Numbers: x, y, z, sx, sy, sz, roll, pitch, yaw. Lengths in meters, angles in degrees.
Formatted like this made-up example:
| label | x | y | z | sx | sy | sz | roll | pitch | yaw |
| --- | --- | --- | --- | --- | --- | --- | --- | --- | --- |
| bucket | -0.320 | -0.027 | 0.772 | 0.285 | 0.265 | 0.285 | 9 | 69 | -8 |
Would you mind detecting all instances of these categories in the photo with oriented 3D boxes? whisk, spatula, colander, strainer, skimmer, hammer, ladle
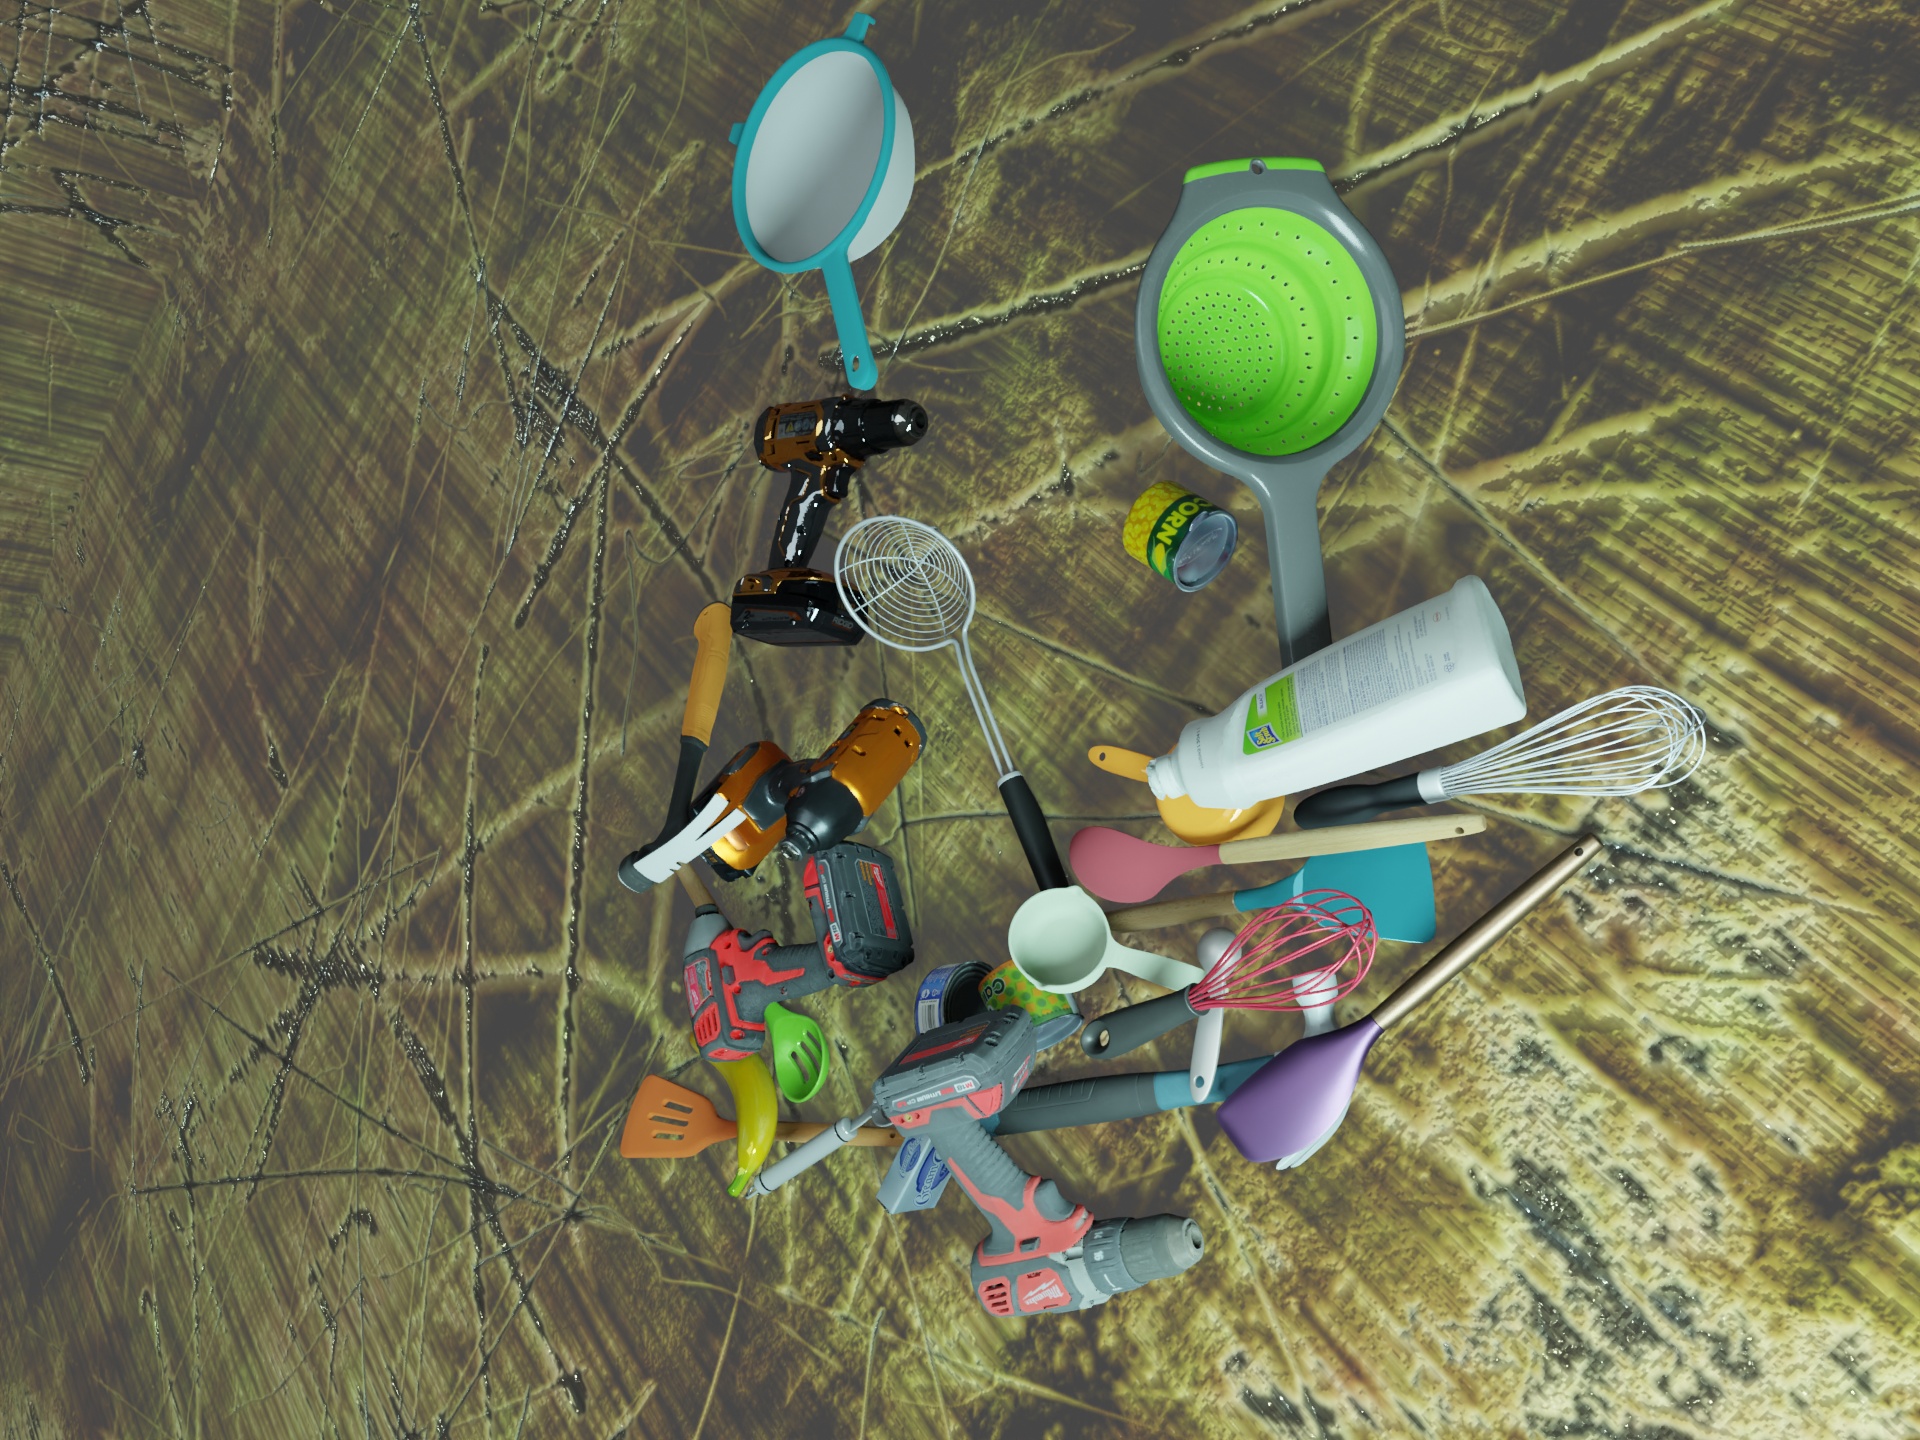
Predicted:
| label | x | y | z | sx | sy | sz | roll | pitch | yaw |
| --- | --- | --- | --- | --- | --- | --- | --- | --- | --- |
| whisk | 0.337 | 0.035 | 1.030 | 0.284 | 0.070 | 0.070 | -19 | 71 | 41 |
| spatula | 0.189 | 0.137 | 1.160 | 0.317 | 0.044 | 0.082 | -16 | 73 | 42 |
| colander | 0.214 | -0.190 | 1.140 | 0.094 | 0.204 | 0.397 | -171 | 72 | -74 |
| whisk | 0.174 | 0.183 | 1.078 | 0.296 | 0.073 | 0.073 | -37 | 60 | 48 |
| strainer | -0.088 | 0.337 | 1.327 | 0.258 | 0.050 | 0.087 | -37 | 21 | 21 |
| skimmer | -0.002 | -0.004 | 1.294 | 0.127 | 0.090 | 0.364 | -41 | 60 | 38 |
| strainer | -0.095 | -0.444 | 1.440 | 0.211 | 0.095 | 0.341 | -26 | 70 | 37 |
| hammer | 0.137 | 0.274 | 1.174 | 0.331 | 0.033 | 0.128 | -19 | 71 | 37 |
| ladle | 0.206 | 0.089 | 1.098 | 0.315 | 0.031 | 0.069 | -11 | 117 | 35 |
| spatula | 0.294 | 0.183 | 1.041 | 0.316 | 0.018 | 0.060 | -46 | 64 | 16 |
| hammer | -0.230 | 0.000 | 1.419 | 0.127 | 0.034 | 0.337 | -35 | 32 | 26 |
| spatula | -0.174 | 0.362 | 1.415 | 0.323 | 0.041 | 0.081 | -8 | 53 | 37 |

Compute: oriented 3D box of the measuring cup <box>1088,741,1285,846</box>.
| label | x | y | z | sx | sy | sz | roll | pitch | yaw |
| --- | --- | --- | --- | --- | --- | --- | --- | --- | --- |
| measuring cup | 0.153 | 0.042 | 1.182 | 0.174 | 0.052 | 0.095 | 16 | 94 | 38 |

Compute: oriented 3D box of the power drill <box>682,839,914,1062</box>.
| label | x | y | z | sx | sy | sz | roll | pitch | yaw |
| --- | --- | --- | --- | --- | --- | --- | --- | --- | --- |
| power drill | -0.154 | 0.195 | 1.383 | 0.219 | 0.078 | 0.143 | -31 | 59 | 27 |

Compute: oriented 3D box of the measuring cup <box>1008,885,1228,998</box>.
| label | x | y | z | sx | sy | sz | roll | pitch | yaw |
| --- | --- | --- | --- | --- | --- | --- | --- | --- | --- |
| measuring cup | 0.118 | 0.179 | 1.180 | 0.168 | 0.038 | 0.083 | 16 | 71 | 17 |

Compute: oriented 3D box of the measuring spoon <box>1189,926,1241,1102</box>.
| label | x | y | z | sx | sy | sz | roll | pitch | yaw |
| --- | --- | --- | --- | --- | --- | --- | --- | --- | --- |
| measuring spoon | 0.173 | 0.207 | 1.121 | 0.034 | 0.018 | 0.124 | 3 | 81 | 43 |

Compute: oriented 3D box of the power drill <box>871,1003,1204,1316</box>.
| label | x | y | z | sx | sy | sz | roll | pitch | yaw |
| --- | --- | --- | --- | --- | --- | --- | --- | --- | --- |
| power drill | 0.057 | 0.327 | 1.163 | 0.188 | 0.080 | 0.226 | -24 | 97 | 32 |

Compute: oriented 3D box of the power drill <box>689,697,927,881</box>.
| label | x | y | z | sx | sy | sz | roll | pitch | yaw |
| --- | --- | --- | --- | --- | --- | --- | --- | --- | --- |
| power drill | -0.144 | 0.070 | 1.343 | 0.226 | 0.164 | 0.084 | -19 | 115 | 48 |

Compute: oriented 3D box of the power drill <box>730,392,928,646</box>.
| label | x | y | z | sx | sy | sz | roll | pitch | yaw |
| --- | --- | --- | --- | --- | --- | --- | --- | --- | --- |
| power drill | -0.116 | -0.184 | 1.430 | 0.185 | 0.084 | 0.226 | 1 | 79 | 39 |

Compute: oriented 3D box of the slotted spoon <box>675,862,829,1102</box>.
| label | x | y | z | sx | sy | sz | roll | pitch | yaw |
| --- | --- | --- | --- | --- | --- | --- | --- | --- | --- |
| slotted spoon | -0.200 | 0.224 | 1.469 | 0.070 | 0.031 | 0.314 | -54 | 52 | 20 |
